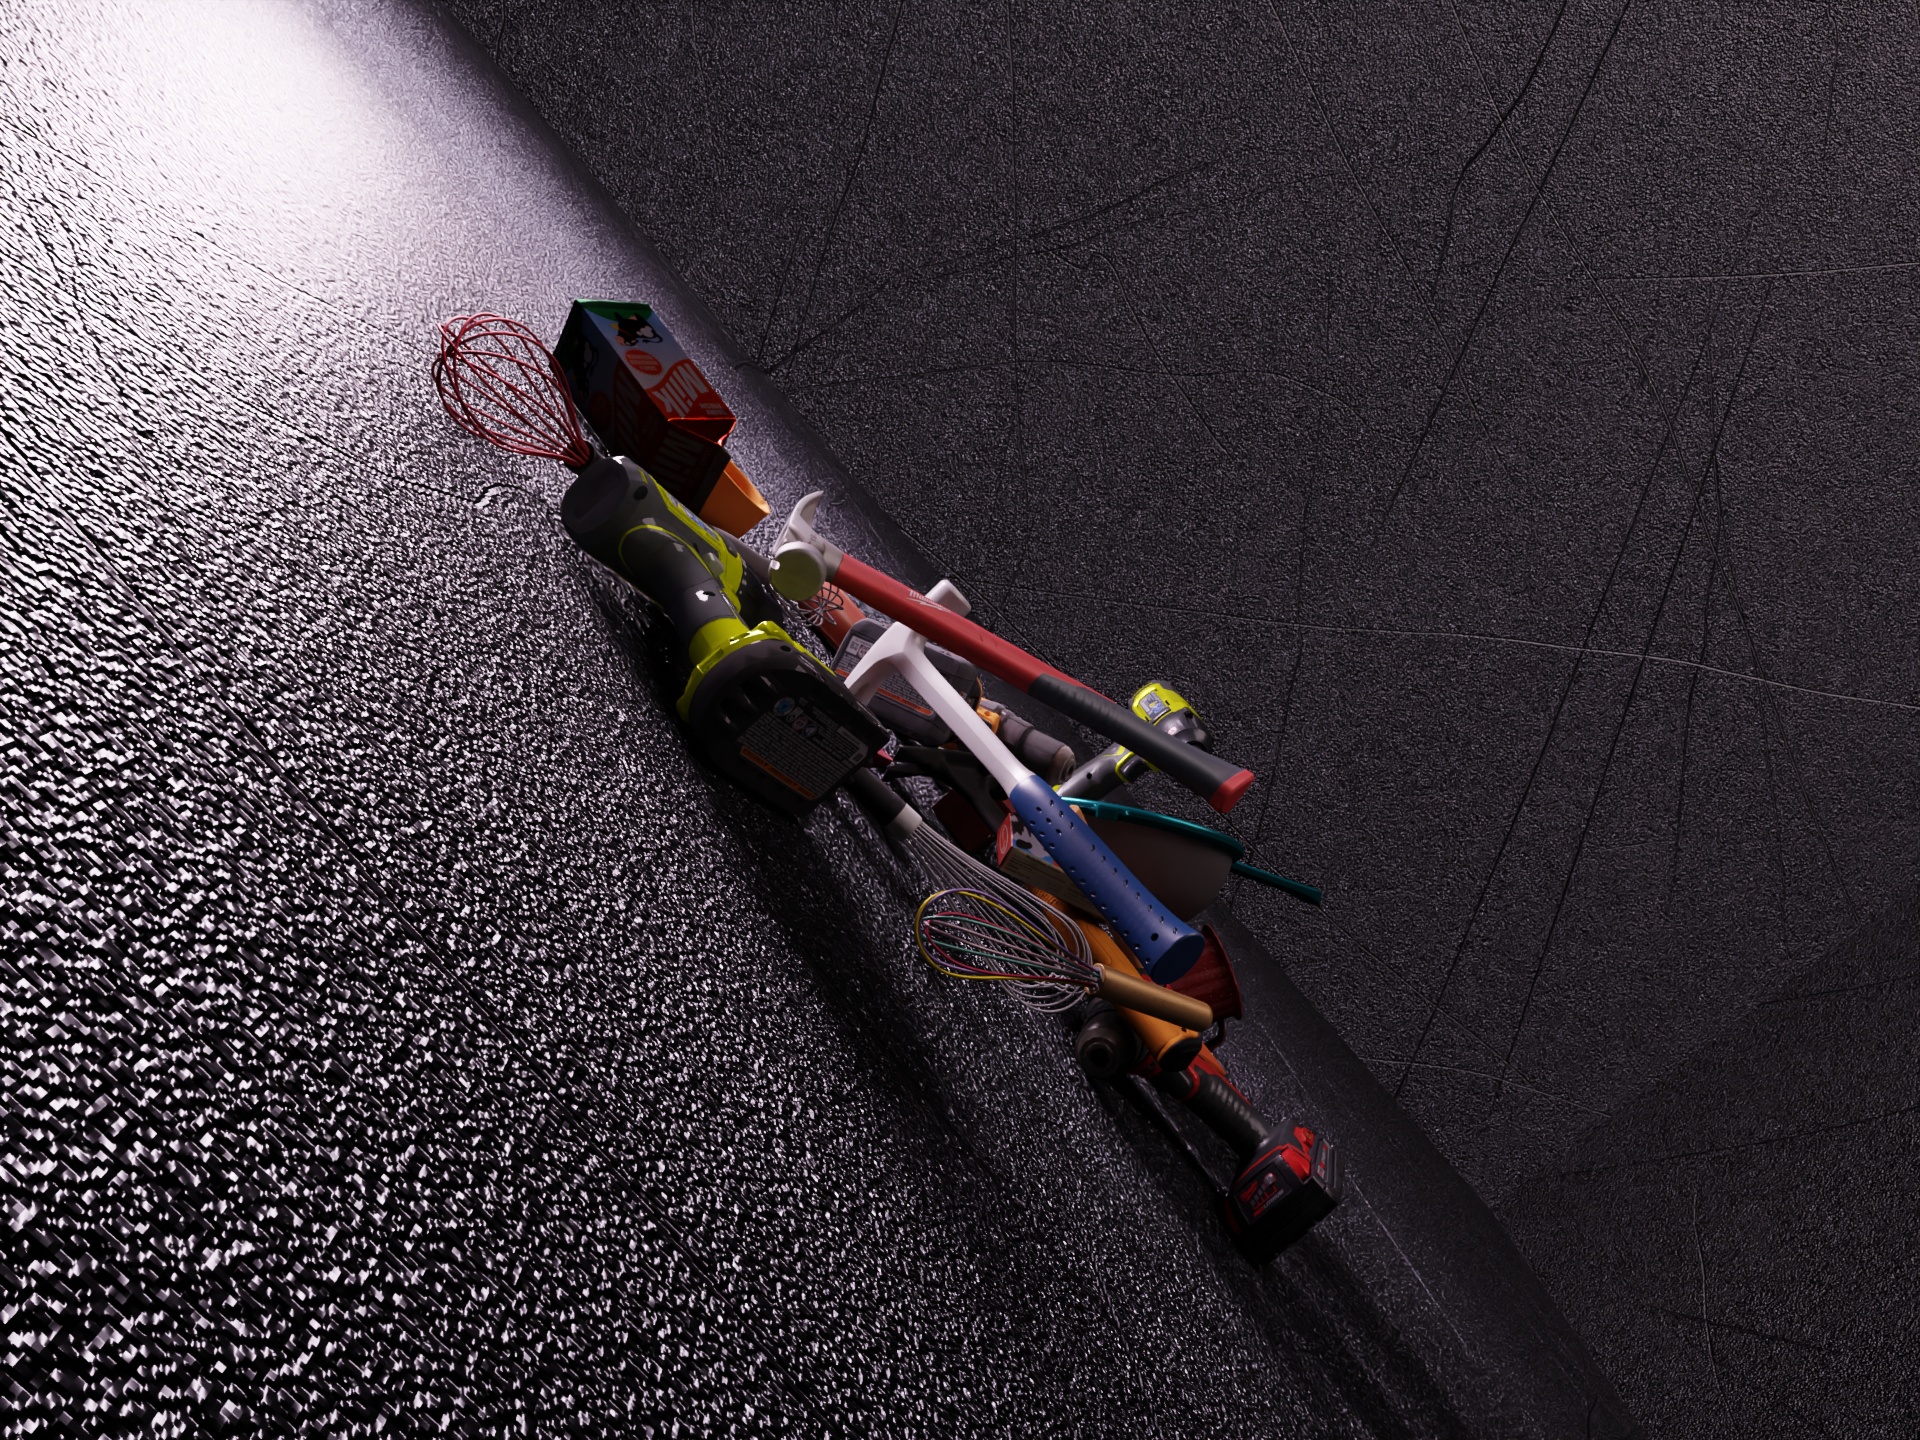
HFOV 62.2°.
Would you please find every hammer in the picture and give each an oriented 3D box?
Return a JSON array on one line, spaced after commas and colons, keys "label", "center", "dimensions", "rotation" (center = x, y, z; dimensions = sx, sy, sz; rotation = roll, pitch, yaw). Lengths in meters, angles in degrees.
[{"label": "hammer", "center": [0.067, 0.133, 1.193], "dimensions": [0.127, 0.034, 0.337], "rotation": [9, 30, -42]}, {"label": "hammer", "center": [0.036, 0.047, 1.141], "dimensions": [0.035, 0.144, 0.406], "rotation": [45, 2, -46]}, {"label": "hammer", "center": [0.042, -0.043, 1.148], "dimensions": [0.386, 0.038, 0.143], "rotation": [29, 22, -12]}]

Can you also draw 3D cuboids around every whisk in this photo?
[{"label": "whisk", "center": [-0.167, -0.125, 1.363], "dimensions": [0.055, 0.055, 0.238], "rotation": [53, 12, 24]}, {"label": "whisk", "center": [-0.257, -0.181, 1.037], "dimensions": [0.073, 0.073, 0.295], "rotation": [52, 1, 19]}, {"label": "whisk", "center": [0.069, 0.166, 1.036], "dimensions": [0.244, 0.051, 0.047], "rotation": [24, 43, -29]}, {"label": "whisk", "center": [-0.016, 0.092, 1.099], "dimensions": [0.284, 0.070, 0.070], "rotation": [45, 7, -4]}]

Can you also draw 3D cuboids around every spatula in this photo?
[{"label": "spatula", "center": [0.146, 0.182, 1.310], "dimensions": [0.081, 0.041, 0.322], "rotation": [50, -12, 53]}, {"label": "spatula", "center": [0.095, 0.180, 1.375], "dimensions": [0.082, 0.044, 0.317], "rotation": [33, 2, 11]}]

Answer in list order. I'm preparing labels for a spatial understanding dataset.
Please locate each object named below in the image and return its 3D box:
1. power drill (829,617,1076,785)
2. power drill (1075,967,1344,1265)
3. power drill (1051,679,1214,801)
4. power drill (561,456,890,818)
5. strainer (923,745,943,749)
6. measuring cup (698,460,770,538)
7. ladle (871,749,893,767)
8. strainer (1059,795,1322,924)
[{"label": "power drill", "center": [-0.002, -0.004, 1.392], "dimensions": [0.185, 0.084, 0.226], "rotation": [25, -3, 20]}, {"label": "power drill", "center": [0.176, 0.288, 1.184], "dimensions": [0.227, 0.080, 0.188], "rotation": [47, 13, 9]}, {"label": "power drill", "center": [0.152, 0.064, 1.612], "dimensions": [0.080, 0.223, 0.171], "rotation": [47, 7, -19]}, {"label": "power drill", "center": [-0.139, -0.049, 0.990], "dimensions": [0.229, 0.080, 0.190], "rotation": [52, 6, 37]}, {"label": "strainer", "center": [0.009, 0.006, 1.656], "dimensions": [0.151, 0.069, 0.256], "rotation": [47, 9, -19]}, {"label": "measuring cup", "center": [-0.234, -0.224, 1.432], "dimensions": [0.095, 0.052, 0.174], "rotation": [43, 8, -46]}, {"label": "ladle", "center": [-0.161, -0.077, 1.201], "dimensions": [0.315, 0.031, 0.069], "rotation": [49, 4, 13]}, {"label": "strainer", "center": [0.198, 0.157, 1.471], "dimensions": [0.340, 0.095, 0.211], "rotation": [20, -12, -27]}]
